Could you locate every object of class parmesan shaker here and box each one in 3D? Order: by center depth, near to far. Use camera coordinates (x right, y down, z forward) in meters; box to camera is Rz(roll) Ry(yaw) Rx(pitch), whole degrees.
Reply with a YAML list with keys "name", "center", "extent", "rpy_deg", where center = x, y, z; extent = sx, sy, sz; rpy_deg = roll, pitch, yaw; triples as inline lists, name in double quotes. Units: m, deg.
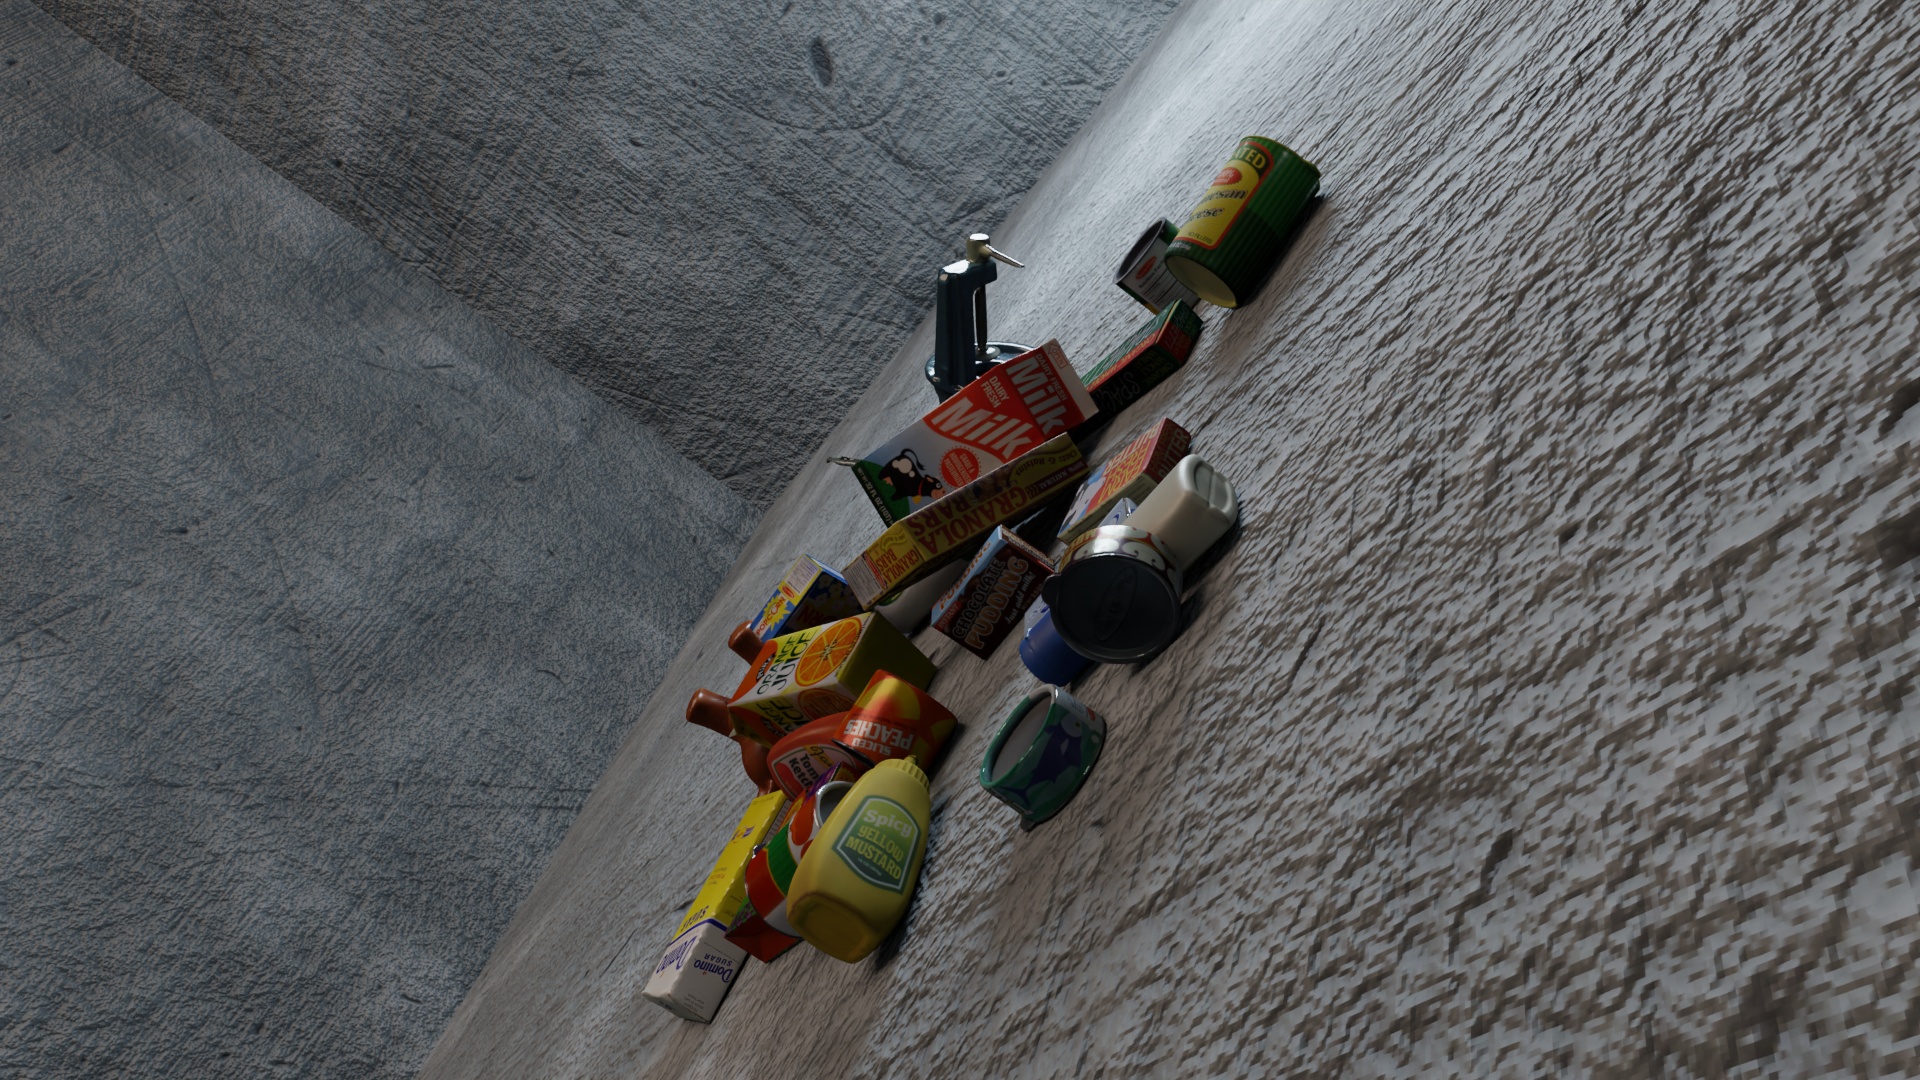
- name: "parmesan shaker"
  center: [0.199, -0.224, 0.980]
  extent: [0.103, 0.071, 0.071]
  rpy_deg: [-55, 11, -5]

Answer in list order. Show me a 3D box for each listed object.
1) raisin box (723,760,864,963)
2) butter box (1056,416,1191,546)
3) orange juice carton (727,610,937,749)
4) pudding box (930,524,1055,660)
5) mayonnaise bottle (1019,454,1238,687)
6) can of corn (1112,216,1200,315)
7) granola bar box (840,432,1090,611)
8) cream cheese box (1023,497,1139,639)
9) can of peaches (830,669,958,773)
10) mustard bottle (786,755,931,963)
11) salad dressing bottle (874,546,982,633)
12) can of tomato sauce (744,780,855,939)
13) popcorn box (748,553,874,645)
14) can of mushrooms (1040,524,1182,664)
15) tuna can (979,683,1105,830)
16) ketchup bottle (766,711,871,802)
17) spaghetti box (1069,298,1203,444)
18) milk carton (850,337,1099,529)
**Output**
- name: "raisin box"
  center: [-0.111, 0.227, 0.986]
  extent: [0.085, 0.040, 0.124]
  rpy_deg: [-45, 14, 44]
- name: "butter box"
  center: [0.106, -0.034, 0.902]
  extent: [0.103, 0.024, 0.053]
  rpy_deg: [-41, 18, 52]
- name: "orange juice carton"
  center: [-0.117, 0.120, 1.115]
  extent: [0.192, 0.073, 0.072]
  rpy_deg: [-17, 35, 45]
- name: "pudding box"
  center: [0.022, 0.036, 0.973]
  extent: [0.083, 0.049, 0.030]
  rpy_deg: [-51, 13, 16]
- name: "mayonnaise bottle"
  center: [0.090, 0.021, 0.761]
  extent: [0.147, 0.041, 0.065]
  rpy_deg: [-50, 6, 27]
- name: "can of corn"
  center: [0.166, -0.218, 1.119]
  extent: [0.071, 0.058, 0.071]
  rpy_deg: [-52, 11, 14]
- name: "granola bar box"
  center: [0.004, -0.013, 1.050]
  extent: [0.166, 0.039, 0.123]
  rpy_deg: [-29, -5, -31]
- name: "cream cheese box"
  center: [0.077, 0.025, 0.841]
  extent: [0.103, 0.024, 0.053]
  rpy_deg: [-51, 12, 18]
- name: "can of peaches"
  center: [-0.044, 0.126, 0.928]
  extent: [0.058, 0.071, 0.071]
  rpy_deg: [-56, 11, -13]
- name: "mustard bottle"
  center: [-0.051, 0.175, 0.827]
  extent: [0.048, 0.065, 0.161]
  rpy_deg: [-52, 6, 33]
- name: "salad dressing bottle"
  center: [-0.019, 0.024, 1.200]
  extent: [0.147, 0.044, 0.064]
  rpy_deg: [-46, 13, 36]
- name: "can of tomato sauce"
  center: [-0.089, 0.202, 0.886]
  extent: [0.082, 0.071, 0.071]
  rpy_deg: [-48, 13, 28]
- name: "popcorn box"
  center: [-0.118, 0.074, 1.257]
  extent: [0.085, 0.126, 0.038]
  rpy_deg: [-54, 47, 2]
- name: "can of mushrooms"
  center: [0.078, 0.026, 0.711]
  extent: [0.070, 0.071, 0.034]
  rpy_deg: [-48, 11, 31]
- name: "tuna can"
  center: [0.040, 0.111, 0.715]
  extent: [0.071, 0.033, 0.071]
  rpy_deg: [-51, 11, 14]
- name: "ketchup bottle"
  center: [-0.081, 0.154, 1.028]
  extent: [0.148, 0.064, 0.044]
  rpy_deg: [-32, 9, 42]
- name: "spaghetti box"
  center: [0.111, -0.117, 1.123]
  extent: [0.050, 0.028, 0.249]
  rpy_deg: [-60, 12, -29]
- name: "milk carton"
  center: [0.015, -0.082, 1.115]
  extent: [0.190, 0.072, 0.073]
  rpy_deg: [-32, -5, 19]
